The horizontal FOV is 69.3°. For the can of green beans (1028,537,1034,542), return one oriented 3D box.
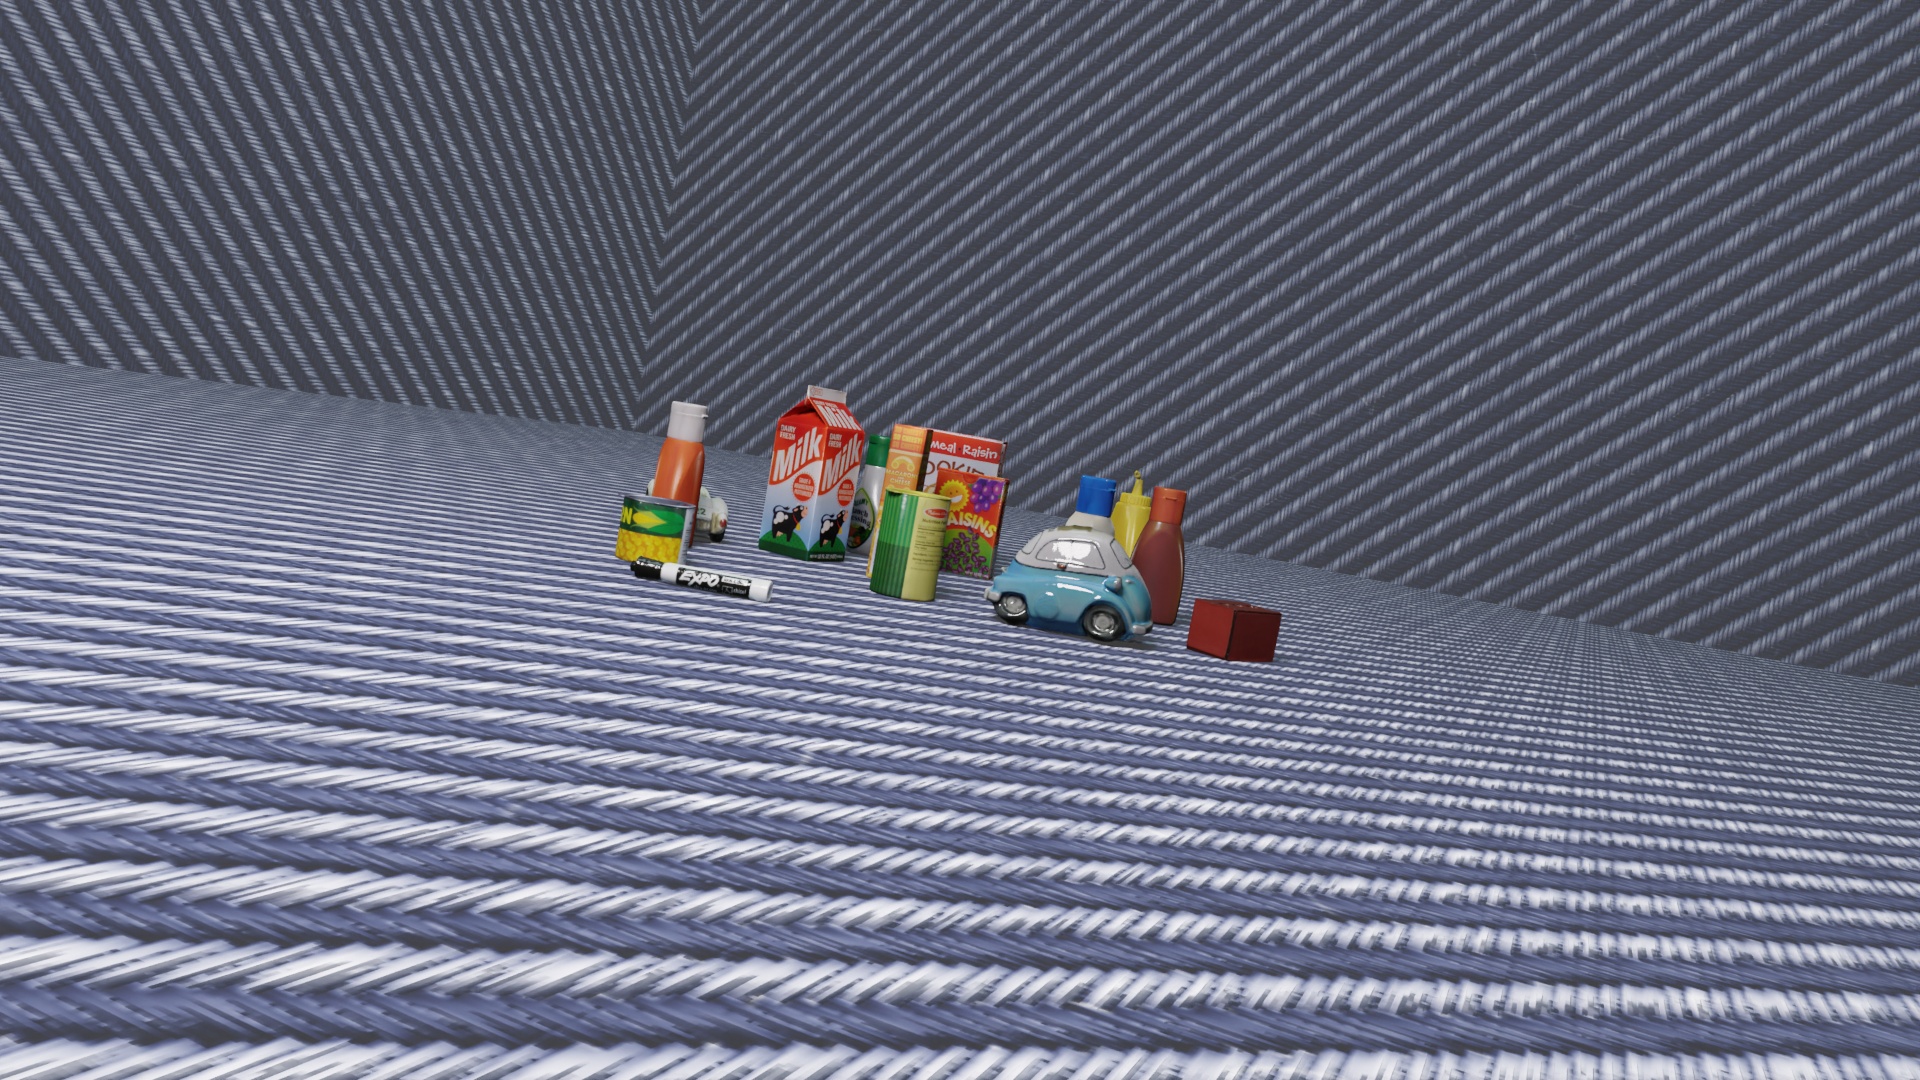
[{"bbox_3d":[0.110,0.031,1.682,0.071,0.057,0.071,10,4,-1],"label":"can of green beans"}]

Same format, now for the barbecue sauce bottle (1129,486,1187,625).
[{"bbox_3d":[0.218,0.016,1.526,0.065,0.148,0.044,10,4,3],"label":"barbecue sauce bottle"}]

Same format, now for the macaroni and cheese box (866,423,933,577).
[{"bbox_3d":[-0.066,-0.044,1.527,0.040,0.166,0.124,10,4,1],"label":"macaroni and cheese box"}]

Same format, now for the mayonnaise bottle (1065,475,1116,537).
[{"bbox_3d":[0.128,0.009,1.414,0.041,0.148,0.065,13,5,39],"label":"mayonnaise bottle"}]

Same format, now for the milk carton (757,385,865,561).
[{"bbox_3d":[-0.164,-0.076,1.554,0.073,0.190,0.072,12,4,31],"label":"milk carton"}]

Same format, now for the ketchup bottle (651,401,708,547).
[{"bbox_3d":[-0.288,-0.067,1.426,0.043,0.148,0.065,11,4,13],"label":"ketchup bottle"}]

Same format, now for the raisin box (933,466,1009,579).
[{"bbox_3d":[0.006,-0.021,1.681,0.086,0.123,0.040,11,4,11],"label":"raisin box"}]

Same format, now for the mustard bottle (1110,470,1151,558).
[{"bbox_3d":[0.217,-0.009,1.767,0.049,0.160,0.065,8,4,-33],"label":"mustard bottle"}]

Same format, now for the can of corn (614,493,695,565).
[{"bbox_3d":[-0.285,-0.009,1.286,0.071,0.058,0.071,10,4,-1],"label":"can of corn"}]

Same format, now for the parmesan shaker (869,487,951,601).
[{"bbox_3d":[-0.052,0.003,1.366,0.071,0.103,0.071,10,4,-1],"label":"parmesan shaker"}]

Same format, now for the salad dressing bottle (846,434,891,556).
[{"bbox_3d":[-0.106,-0.056,1.708,0.044,0.147,0.064,7,5,-42],"label":"salad dressing bottle"}]

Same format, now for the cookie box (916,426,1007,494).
[{"bbox_3d":[-0.016,-0.055,1.779,0.123,0.167,0.040,11,4,9],"label":"cookie box"}]
